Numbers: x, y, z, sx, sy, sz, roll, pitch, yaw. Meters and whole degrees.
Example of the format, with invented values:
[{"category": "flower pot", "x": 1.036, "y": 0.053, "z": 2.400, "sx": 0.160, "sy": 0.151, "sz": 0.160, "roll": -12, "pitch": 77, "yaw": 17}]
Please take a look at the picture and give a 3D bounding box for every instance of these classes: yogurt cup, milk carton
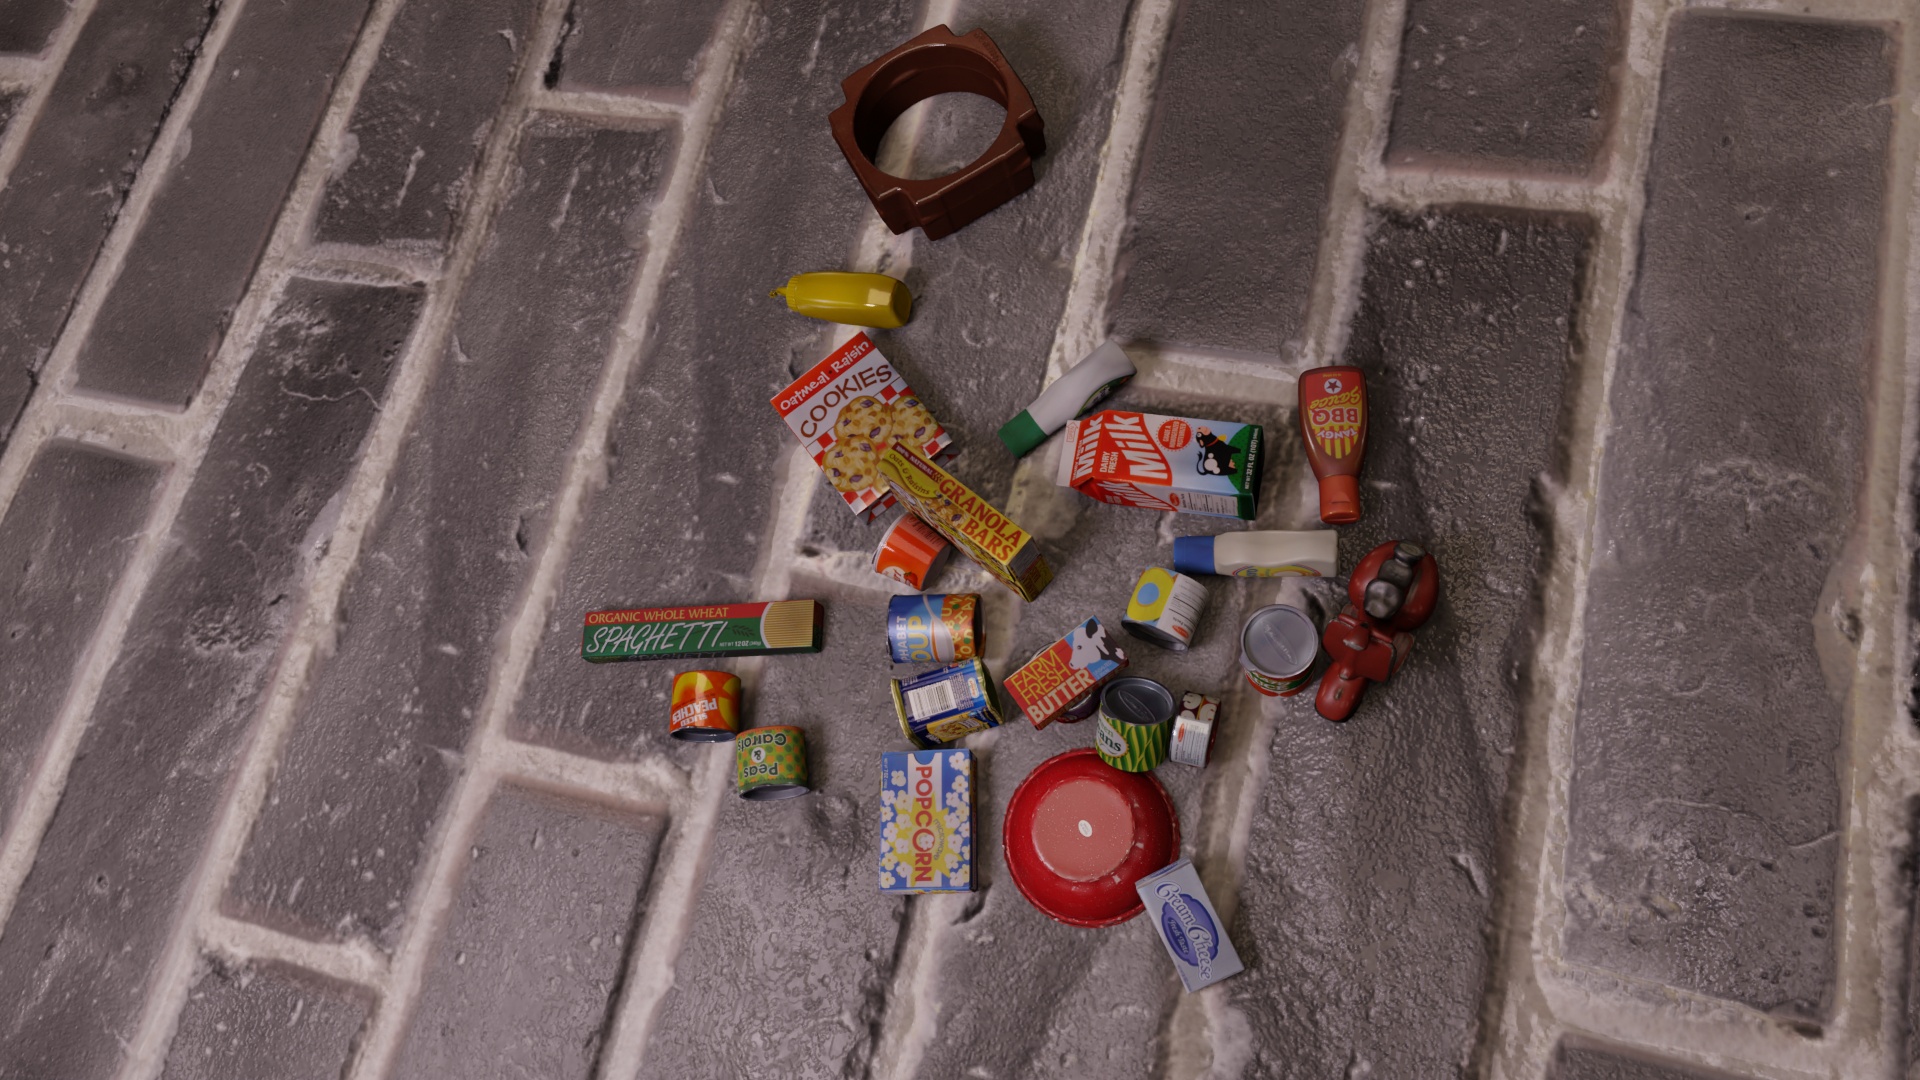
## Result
[{"category": "yogurt cup", "x": -0.046, "y": 0.014, "z": 1.355, "sx": 0.054, "sy": 0.072, "sz": 0.072, "roll": 30, "pitch": 80, "yaw": 13}, {"category": "milk carton", "x": 0.189, "y": -0.074, "z": 1.325, "sx": 0.190, "sy": 0.073, "sz": 0.072, "roll": 7, "pitch": 72, "yaw": 16}]

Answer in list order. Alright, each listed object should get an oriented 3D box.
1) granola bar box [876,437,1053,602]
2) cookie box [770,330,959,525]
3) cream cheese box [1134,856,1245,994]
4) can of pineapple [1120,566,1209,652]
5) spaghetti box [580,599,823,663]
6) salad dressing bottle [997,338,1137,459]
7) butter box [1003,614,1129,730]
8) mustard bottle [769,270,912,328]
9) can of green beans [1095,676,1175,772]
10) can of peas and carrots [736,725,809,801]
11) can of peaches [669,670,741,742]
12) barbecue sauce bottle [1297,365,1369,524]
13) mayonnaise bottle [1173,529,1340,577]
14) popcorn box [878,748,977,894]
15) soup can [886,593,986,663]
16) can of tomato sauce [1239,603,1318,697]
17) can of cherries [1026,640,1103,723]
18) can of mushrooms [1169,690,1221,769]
[{"category": "granola bar box", "x": 0.005, "y": -0.017, "z": 1.320, "sx": 0.166, "sy": 0.124, "sz": 0.039, "roll": 37, "pitch": 83, "yaw": 22}, {"category": "cookie box", "x": -0.099, "y": -0.117, "z": 1.427, "sx": 0.123, "sy": 0.040, "sz": 0.168, "roll": -37, "pitch": 68, "yaw": -2}, {"category": "cream cheese box", "x": 0.195, "y": 0.328, "z": 1.184, "sx": 0.053, "sy": 0.024, "sz": 0.104, "roll": -26, "pitch": 88, "yaw": 1}, {"category": "can of pineapple", "x": 0.187, "y": 0.063, "z": 1.281, "sx": 0.071, "sy": 0.071, "sz": 0.058, "roll": 20, "pitch": 76, "yaw": 19}, {"category": "spaghetti box", "x": -0.261, "y": 0.092, "z": 1.394, "sx": 0.250, "sy": 0.028, "sz": 0.050, "roll": -4, "pitch": 69, "yaw": 12}, {"category": "salad dressing bottle", "x": 0.105, "y": -0.139, "z": 1.379, "sx": 0.147, "sy": 0.064, "sz": 0.044, "roll": -38, "pitch": 86, "yaw": 7}, {"category": "butter box", "x": 0.094, "y": 0.118, "z": 1.239, "sx": 0.103, "sy": 0.024, "sz": 0.053, "roll": -36, "pitch": 67, "yaw": -3}, {"category": "mustard bottle", "x": -0.133, "y": -0.259, "z": 1.475, "sx": 0.160, "sy": 0.065, "sz": 0.049, "roll": 10, "pitch": 77, "yaw": 20}, {"category": "can of green beans", "x": 0.155, "y": 0.164, "z": 1.240, "sx": 0.071, "sy": 0.057, "sz": 0.071, "roll": 2, "pitch": 34, "yaw": -2}, {"category": "can of peas and carrots", "x": -0.178, "y": 0.210, "z": 1.309, "sx": 0.071, "sy": 0.070, "sz": 0.059, "roll": -11, "pitch": 68, "yaw": 9}, {"category": "can of peaches", "x": -0.247, "y": 0.160, "z": 1.343, "sx": 0.071, "sy": 0.071, "sz": 0.058, "roll": -5, "pitch": 69, "yaw": 12}, {"category": "barbecue sauce bottle", "x": 0.354, "y": -0.090, "z": 1.309, "sx": 0.065, "sy": 0.043, "sz": 0.149, "roll": -2, "pitch": 70, "yaw": 11}, {"category": "mayonnaise bottle", "x": 0.273, "y": 0.013, "z": 1.282, "sx": 0.148, "sy": 0.064, "sz": 0.041, "roll": -2, "pitch": 74, "yaw": 17}, {"category": "popcorn box", "x": -0.029, "y": 0.258, "z": 1.274, "sx": 0.085, "sy": 0.038, "sz": 0.127, "roll": -5, "pitch": 70, "yaw": 13}, {"category": "soup can", "x": -0.023, "y": 0.085, "z": 1.319, "sx": 0.084, "sy": 0.071, "sz": 0.071, "roll": -2, "pitch": 70, "yaw": 12}, {"category": "can of tomato sauce", "x": 0.282, "y": 0.101, "z": 1.234, "sx": 0.071, "sy": 0.083, "sz": 0.071, "roll": -4, "pitch": 70, "yaw": 12}, {"category": "can of cherries", "x": 0.095, "y": 0.134, "z": 1.280, "sx": 0.071, "sy": 0.058, "sz": 0.071, "roll": -4, "pitch": 70, "yaw": 11}, {"category": "can of mushrooms", "x": 0.210, "y": 0.168, "z": 1.238, "sx": 0.033, "sy": 0.071, "sz": 0.071, "roll": 11, "pitch": 74, "yaw": 17}]
